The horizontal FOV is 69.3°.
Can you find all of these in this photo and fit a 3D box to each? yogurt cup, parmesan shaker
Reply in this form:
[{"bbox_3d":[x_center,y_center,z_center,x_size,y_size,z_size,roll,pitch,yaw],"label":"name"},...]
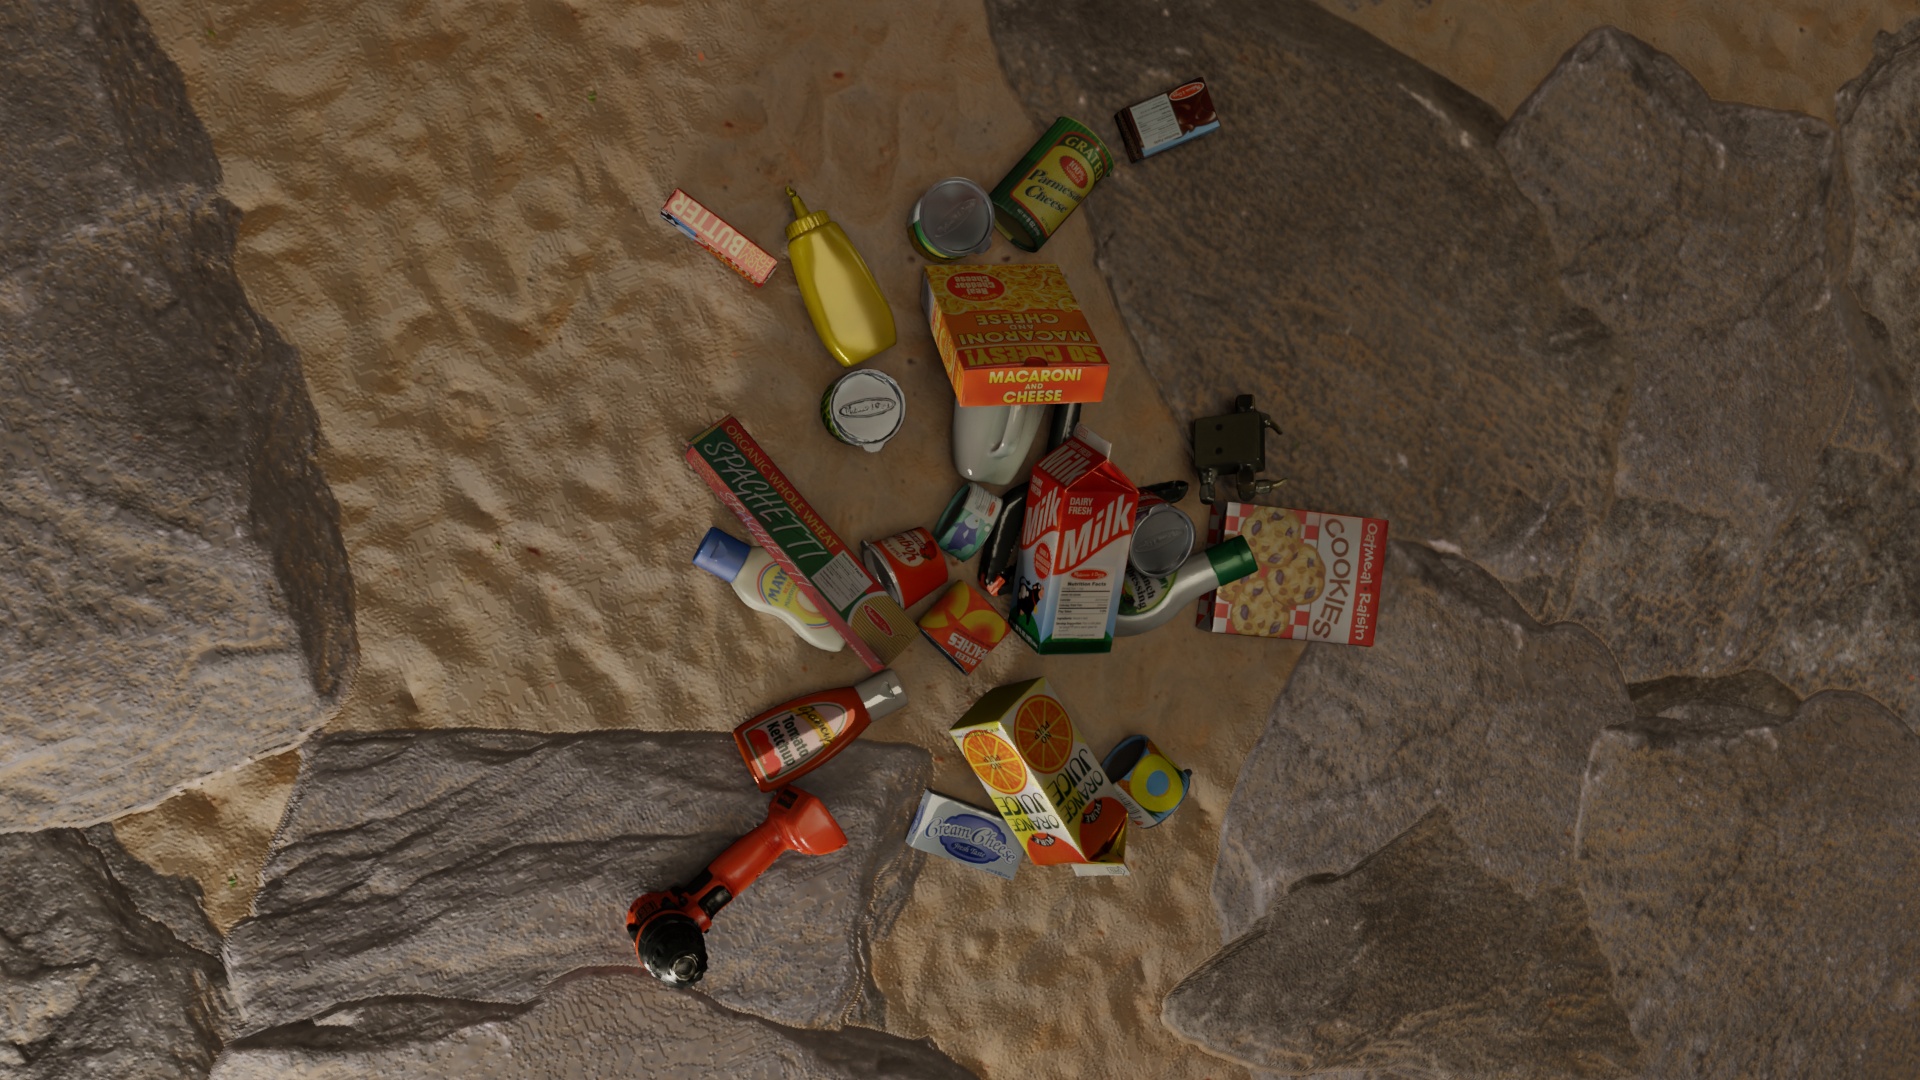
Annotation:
[{"bbox_3d":[-0.047,0.023,1.211,0.054,0.072,0.072,-26,99,-19],"label":"yogurt cup"},{"bbox_3d":[0.078,-0.310,1.220,0.071,0.071,0.103,42,84,-13],"label":"parmesan shaker"}]

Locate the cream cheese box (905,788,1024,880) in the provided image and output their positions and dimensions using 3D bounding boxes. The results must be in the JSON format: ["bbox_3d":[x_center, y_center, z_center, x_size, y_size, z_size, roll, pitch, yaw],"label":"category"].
[{"bbox_3d":[0.008,0.266,1.258,0.104,0.024,0.053,21,87,-14],"label":"cream cheese box"}]

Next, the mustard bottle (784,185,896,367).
[{"bbox_3d":[-0.111,-0.230,1.188,0.065,0.049,0.160,-26,98,-11],"label":"mustard bottle"}]

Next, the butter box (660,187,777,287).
[{"bbox_3d":[-0.202,-0.252,1.162,0.103,0.053,0.024,35,87,-13],"label":"butter box"}]

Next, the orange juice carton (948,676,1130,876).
[{"bbox_3d":[0.080,0.222,1.236,0.073,0.071,0.192,-40,103,-40],"label":"orange juice carton"}]

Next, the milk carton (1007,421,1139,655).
[{"bbox_3d":[0.099,-0.002,1.201,0.073,0.072,0.189,1,109,-22],"label":"milk carton"}]

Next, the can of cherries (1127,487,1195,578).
[{"bbox_3d":[0.166,-0.010,1.235,0.071,0.058,0.071,-9,114,-20],"label":"can of cherries"}]

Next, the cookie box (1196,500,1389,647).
[{"bbox_3d":[0.314,0.032,1.310,0.168,0.040,0.123,6,91,-13],"label":"cookie box"}]

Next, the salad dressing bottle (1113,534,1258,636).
[{"bbox_3d":[0.194,0.039,1.257,0.147,0.064,0.043,-23,141,6],"label":"salad dressing bottle"}]

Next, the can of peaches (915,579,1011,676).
[{"bbox_3d":[0.004,0.077,1.222,0.058,0.071,0.071,-45,102,-8],"label":"can of peaches"}]

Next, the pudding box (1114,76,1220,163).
[{"bbox_3d":[0.188,-0.381,1.260,0.084,0.030,0.049,-25,98,-11],"label":"pudding box"}]

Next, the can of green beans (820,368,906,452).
[{"bbox_3d":[-0.085,-0.114,1.196,0.071,0.058,0.071,-1,94,-14],"label":"can of green beans"}]

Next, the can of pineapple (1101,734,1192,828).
[{"bbox_3d":[0.168,0.219,1.273,0.058,0.071,0.071,44,83,-12],"label":"can of pineapple"}]

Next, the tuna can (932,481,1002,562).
[{"bbox_3d":[0.004,-0.015,1.221,0.033,0.071,0.071,32,86,-13],"label":"tuna can"}]

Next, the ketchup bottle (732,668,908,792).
[{"bbox_3d":[-0.119,0.160,1.210,0.149,0.043,0.065,-26,82,-12],"label":"ketchup bottle"}]

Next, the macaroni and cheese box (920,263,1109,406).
[{"bbox_3d":[0.042,-0.177,1.172,0.124,0.167,0.040,-3,130,-13],"label":"macaroni and cheese box"}]

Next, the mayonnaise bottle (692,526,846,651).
[{"bbox_3d":[-0.157,0.038,1.195,0.148,0.041,0.065,29,79,-14],"label":"mayonnaise bottle"}]

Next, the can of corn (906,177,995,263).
[{"bbox_3d":[-0.008,-0.274,1.205,0.071,0.058,0.071,-1,94,-14],"label":"can of corn"}]

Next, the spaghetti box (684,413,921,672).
[{"bbox_3d":[-0.134,0.002,1.176,0.250,0.028,0.050,49,58,-1],"label":"spaghetti box"}]
